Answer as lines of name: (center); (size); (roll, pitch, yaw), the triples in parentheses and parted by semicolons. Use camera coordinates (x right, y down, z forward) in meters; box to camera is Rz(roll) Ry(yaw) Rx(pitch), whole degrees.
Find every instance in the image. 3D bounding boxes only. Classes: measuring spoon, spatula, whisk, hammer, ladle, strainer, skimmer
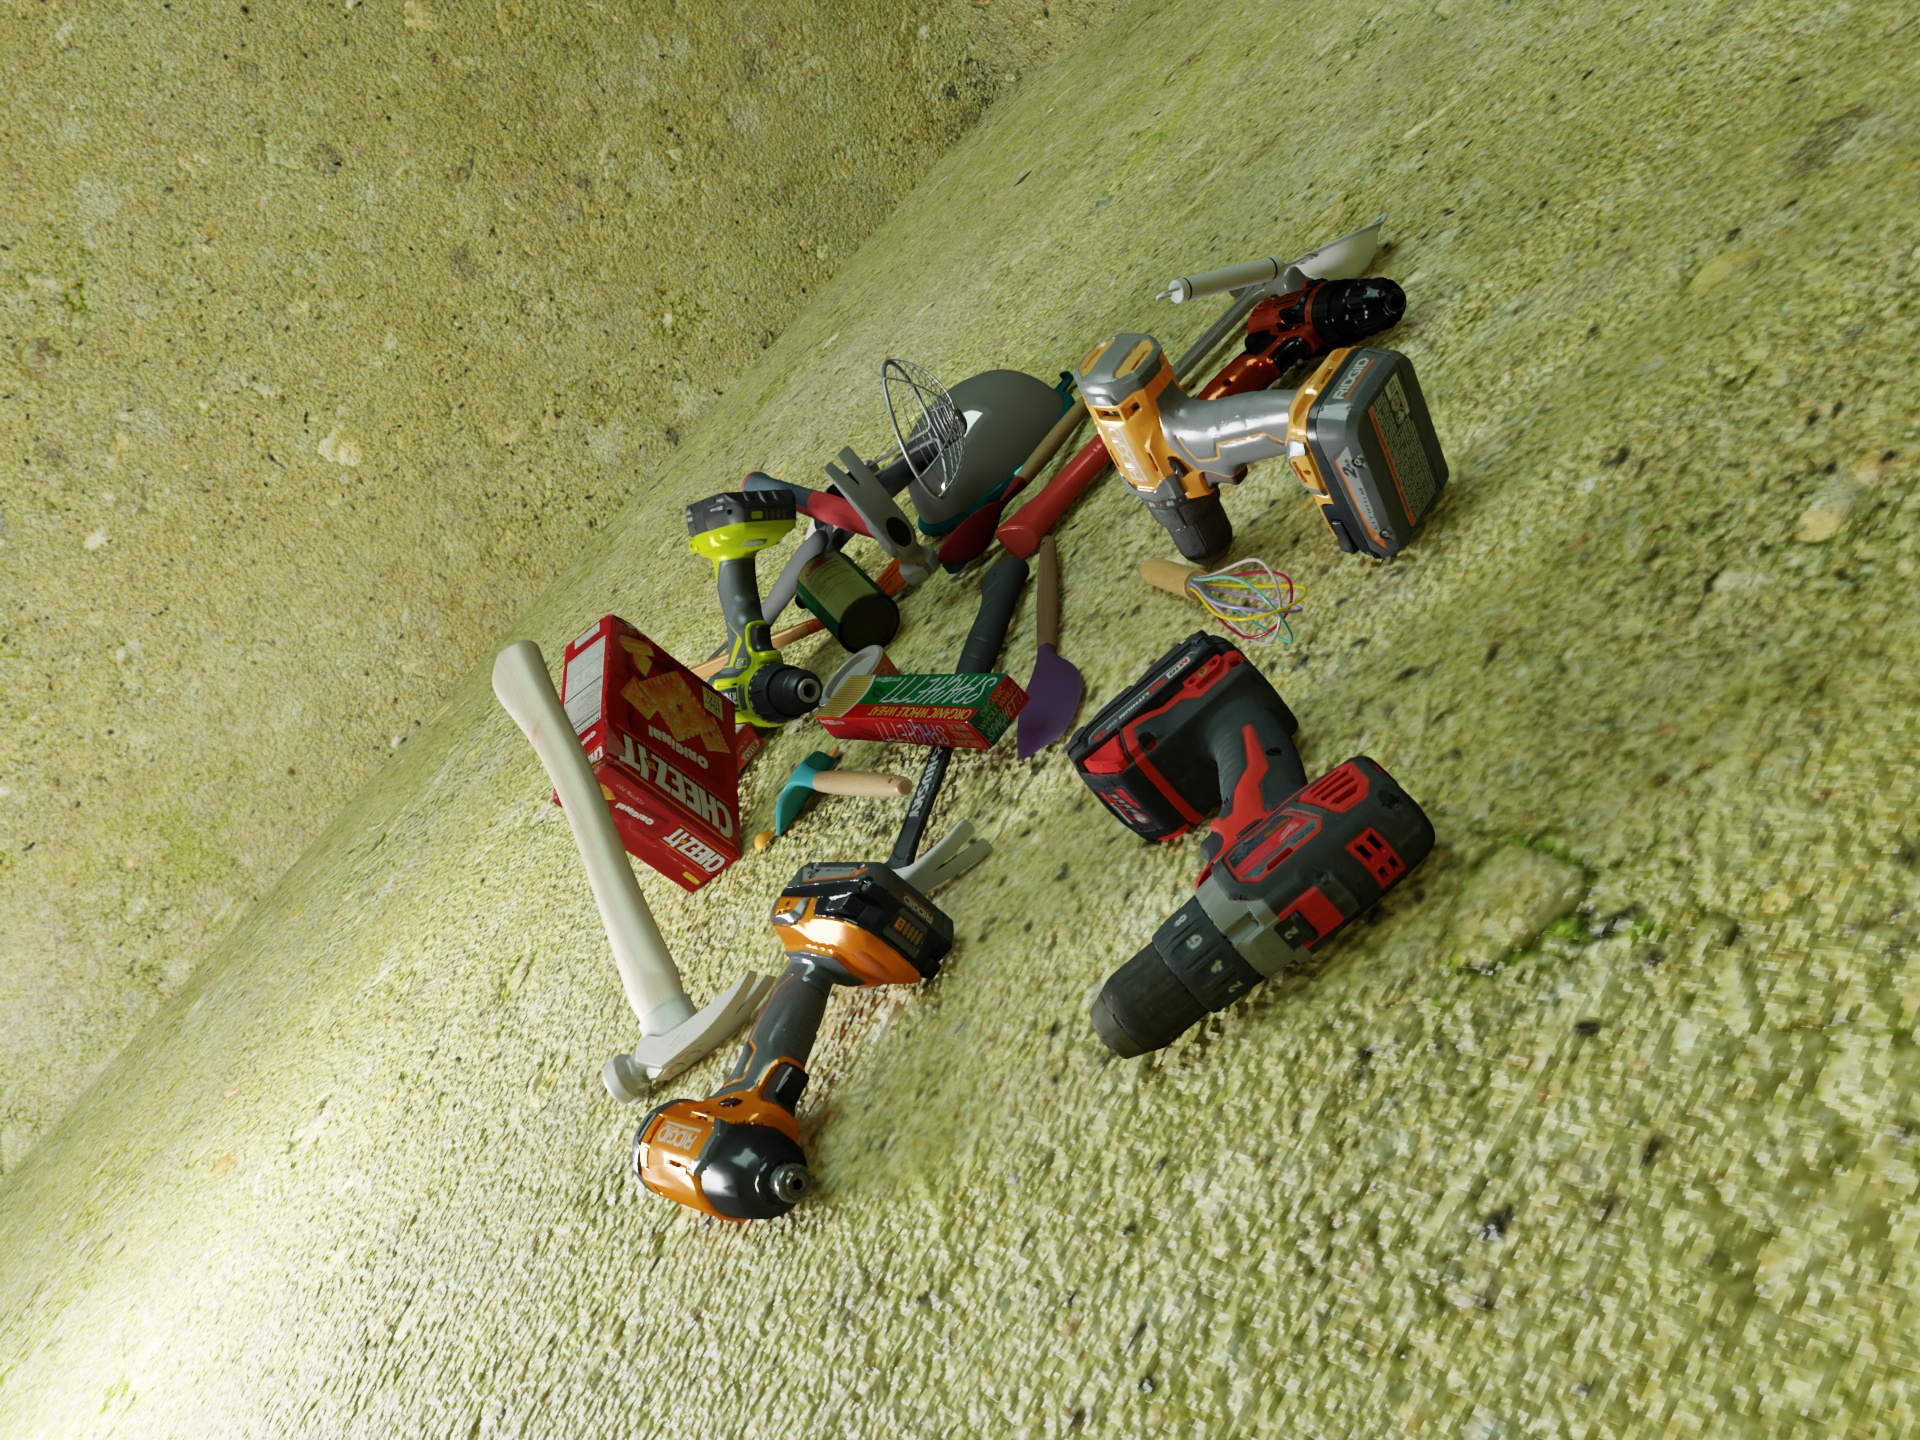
measuring spoon: (-0.142, 0.065, 1.371); (0.117, 0.011, 0.021); (-53, 6, -19)
spatula: (-0.089, 0.052, 1.215); (0.082, 0.044, 0.317); (-53, 17, -14)
whisk: (0.172, -0.089, 1.072); (0.047, 0.051, 0.245); (-51, 16, 1)
hammer: (-0.002, -0.004, 1.229); (0.149, 0.036, 0.409); (-27, 27, 34)
hammer: (-0.277, 0.086, 1.242); (0.146, 0.038, 0.411); (-39, 58, 14)
ladle: (0.066, -0.239, 1.510); (0.315, 0.031, 0.069); (-53, -4, -40)
whisk: (-0.209, -0.106, 1.697); (0.239, 0.055, 0.055); (-53, 19, 17)
hammer: (-0.150, -0.225, 1.581); (0.038, 0.143, 0.387); (-45, 29, -10)
hammer: (-0.083, -0.227, 1.620); (0.335, 0.035, 0.146); (-32, 47, 56)
strainer: (0.264, -0.373, 1.316); (0.258, 0.050, 0.087); (-20, 4, -26)
measuring spoon: (0.035, -0.166, 1.490); (0.124, 0.018, 0.034); (-41, 13, 27)
skimmer: (-0.087, -0.239, 1.485); (0.090, 0.127, 0.363); (-23, 4, -24)
hammer: (0.163, -0.286, 1.447); (0.359, 0.036, 0.149); (-46, 22, -6)
spatula: (0.069, -0.069, 1.242); (0.060, 0.018, 0.316); (-34, 25, 22)
strainer: (0.000, -0.260, 1.597); (0.211, 0.095, 0.341); (-32, 22, 28)
spatula: (-0.181, -0.096, 1.646); (0.322, 0.041, 0.081); (-21, 31, 16)

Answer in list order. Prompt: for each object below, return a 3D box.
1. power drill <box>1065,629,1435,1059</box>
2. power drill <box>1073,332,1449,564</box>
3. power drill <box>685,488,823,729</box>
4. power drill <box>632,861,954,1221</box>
power drill: (0.126, 0.063, 0.835); (0.188, 0.080, 0.227); (-41, 25, 8)
power drill: (0.196, -0.164, 1.039); (0.226, 0.185, 0.084); (15, 60, 43)
power drill: (-0.197, -0.105, 1.546); (0.080, 0.228, 0.190); (-8, 2, -31)
power drill: (-0.097, 0.199, 0.974); (0.164, 0.084, 0.226); (-8, 46, 55)
